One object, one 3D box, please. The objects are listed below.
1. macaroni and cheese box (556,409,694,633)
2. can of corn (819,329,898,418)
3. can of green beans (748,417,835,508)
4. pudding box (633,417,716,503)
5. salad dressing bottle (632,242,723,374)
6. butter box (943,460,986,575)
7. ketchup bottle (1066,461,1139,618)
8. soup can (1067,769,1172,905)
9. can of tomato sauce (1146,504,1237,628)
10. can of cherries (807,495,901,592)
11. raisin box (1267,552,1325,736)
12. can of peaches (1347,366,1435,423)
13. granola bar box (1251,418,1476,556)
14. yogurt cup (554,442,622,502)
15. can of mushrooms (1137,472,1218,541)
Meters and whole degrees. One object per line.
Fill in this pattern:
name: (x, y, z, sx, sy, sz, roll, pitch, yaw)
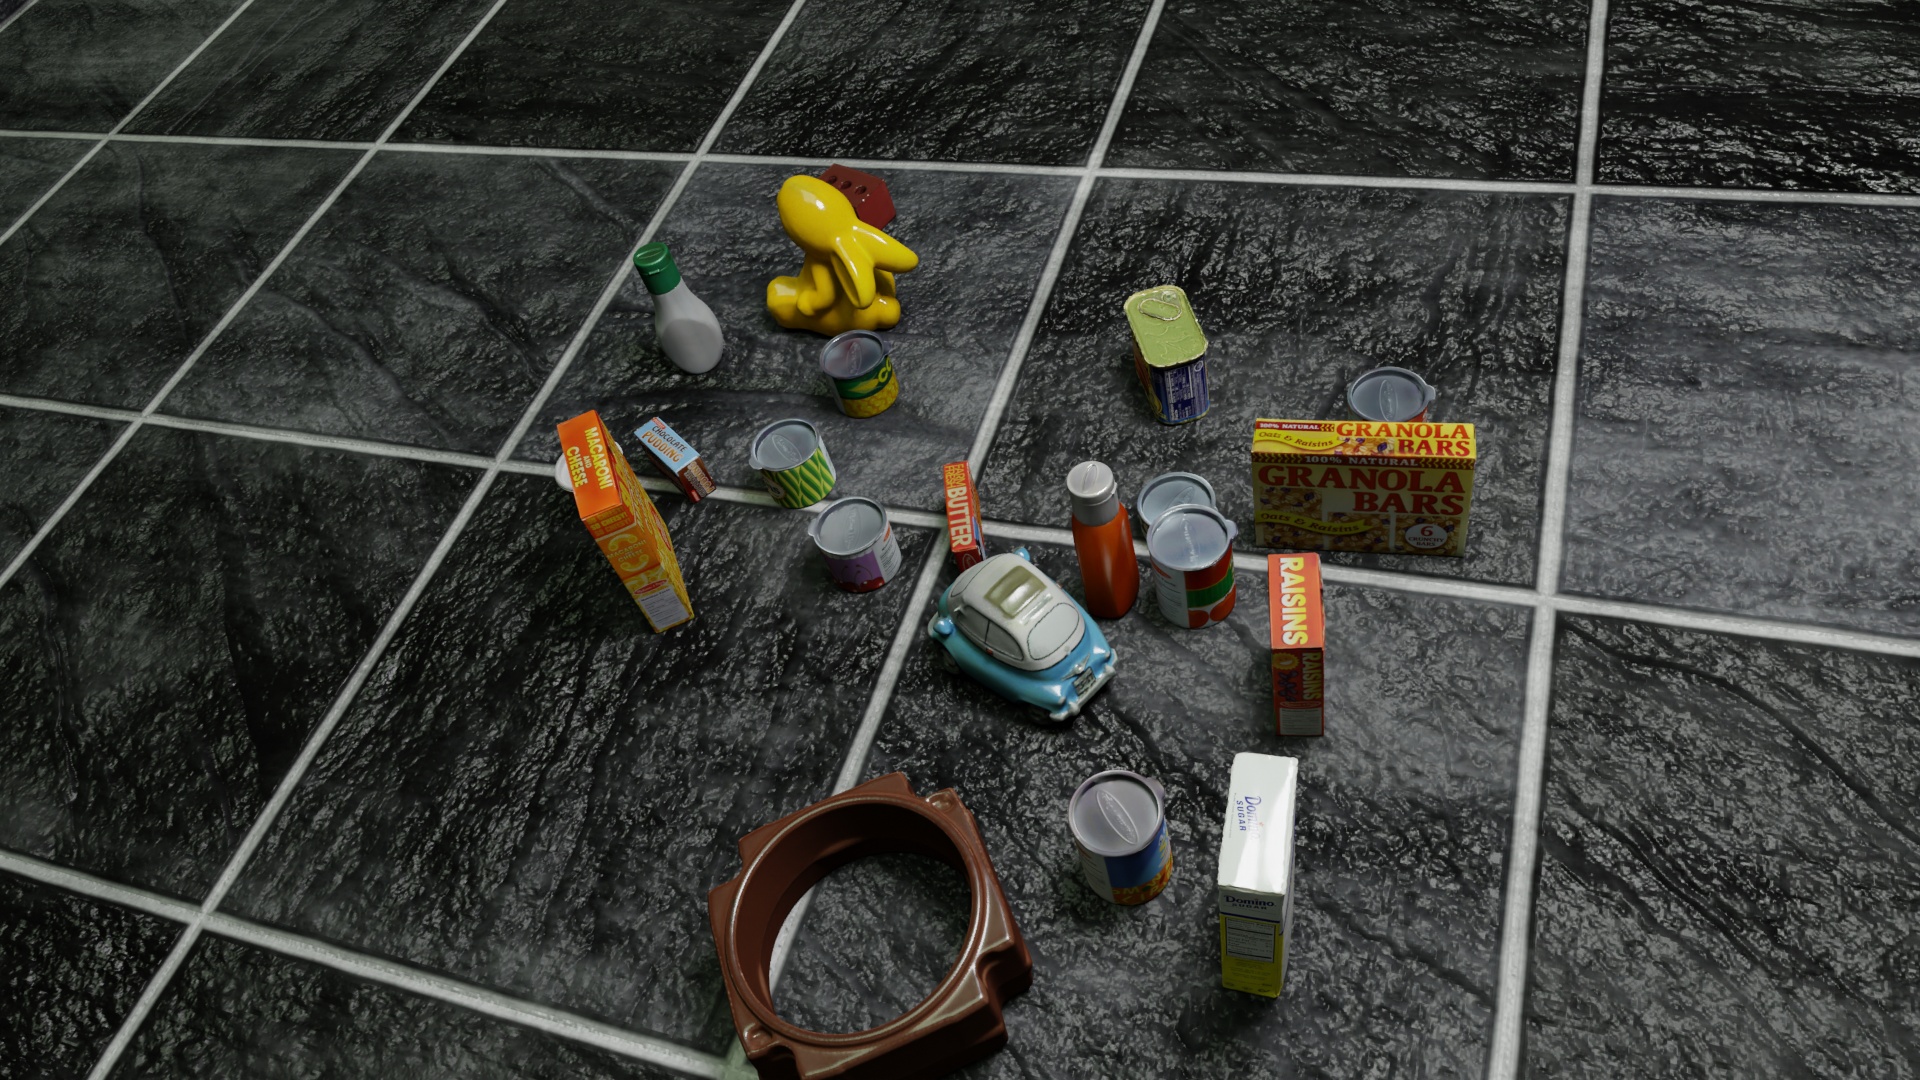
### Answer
macaroni and cheese box: (-0.292, -0.016, 1.219, 0.040, 0.165, 0.124, -23, 50, -4)
can of corn: (-0.096, -0.163, 1.358, 0.071, 0.058, 0.071, -7, 51, 9)
can of green beans: (-0.156, -0.072, 1.301, 0.071, 0.057, 0.071, -7, 51, 9)
pudding box: (-0.276, -0.078, 1.342, 0.030, 0.049, 0.084, -39, 53, -16)
salad dressing bottle: (-0.287, -0.235, 1.407, 0.064, 0.147, 0.044, -16, 50, 2)
butter box: (0.004, -0.015, 1.216, 0.024, 0.053, 0.104, -11, 50, 6)
ketchup bottle: (0.114, -0.003, 1.115, 0.043, 0.148, 0.065, 6, 54, 19)
soup can: (0.117, 0.210, 0.985, 0.071, 0.083, 0.072, -7, 51, 9)
can of tomato sauce: (0.189, 0.021, 1.119, 0.071, 0.082, 0.071, -7, 51, 9)
can of cherries: (-0.093, 0.003, 1.223, 0.071, 0.058, 0.072, -7, 51, 9)
raisin box: (0.250, 0.079, 1.031, 0.040, 0.122, 0.086, -2, 52, 13)
can of peaches: (0.369, -0.106, 1.192, 0.071, 0.057, 0.071, -7, 51, 9)
granola bar box: (0.320, -0.042, 1.110, 0.165, 0.123, 0.039, 3, 53, 17)
yogurt cup: (-0.350, -0.058, 1.342, 0.072, 0.053, 0.073, -7, 51, 9)
can of mushrooms: (0.188, -0.022, 1.187, 0.071, 0.033, 0.071, -7, 51, 9)
